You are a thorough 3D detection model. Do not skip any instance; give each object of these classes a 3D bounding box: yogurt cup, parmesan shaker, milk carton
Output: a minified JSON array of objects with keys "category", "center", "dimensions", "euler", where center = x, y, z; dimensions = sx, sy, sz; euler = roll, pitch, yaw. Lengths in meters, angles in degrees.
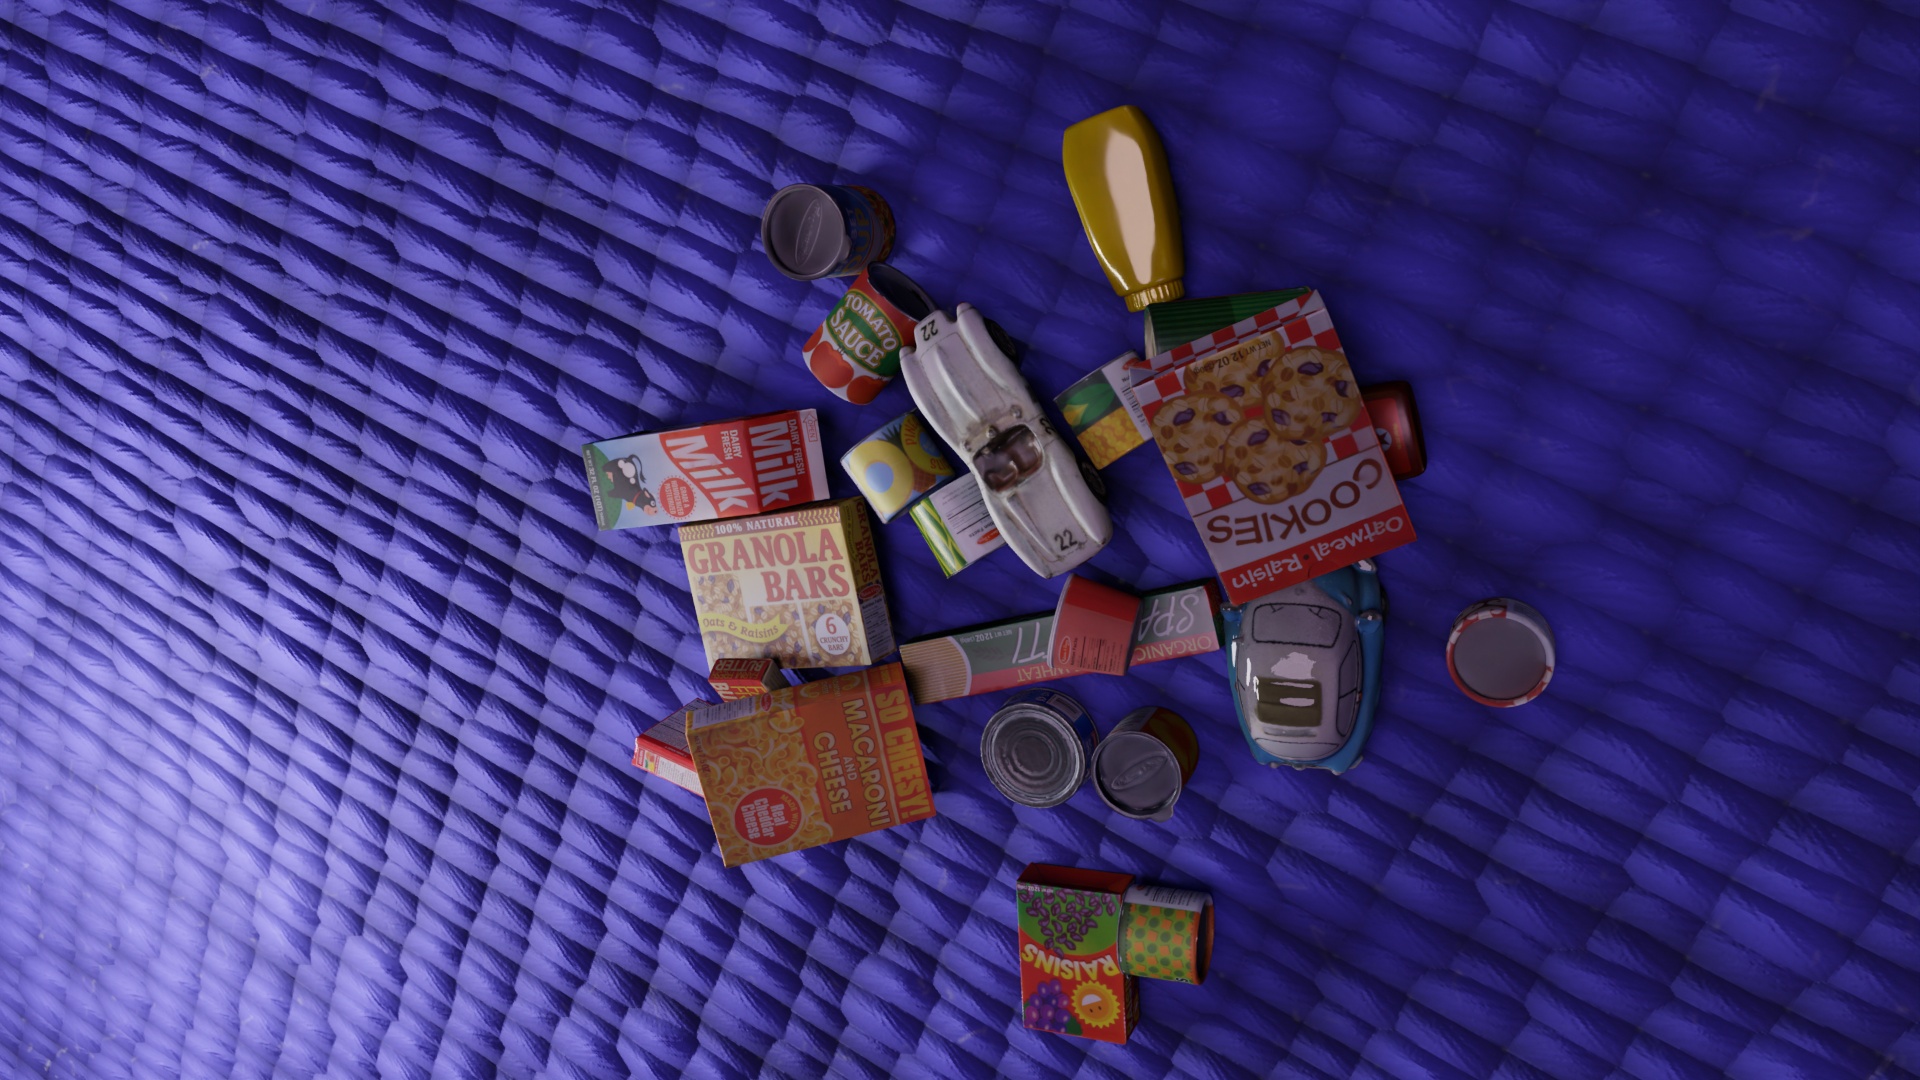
[{"category":"yogurt cup","center":[0.094,0.061,0.957],"dimensions":[0.054,0.072,0.072],"euler":[13,107,12]},{"category":"parmesan shaker","center":[0.173,-0.127,0.890],"dimensions":[0.103,0.071,0.071],"euler":[-6,101,1]},{"category":"milk carton","center":[-0.190,-0.057,1.077],"dimensions":[0.190,0.074,0.072],"euler":[-5,100,24]}]

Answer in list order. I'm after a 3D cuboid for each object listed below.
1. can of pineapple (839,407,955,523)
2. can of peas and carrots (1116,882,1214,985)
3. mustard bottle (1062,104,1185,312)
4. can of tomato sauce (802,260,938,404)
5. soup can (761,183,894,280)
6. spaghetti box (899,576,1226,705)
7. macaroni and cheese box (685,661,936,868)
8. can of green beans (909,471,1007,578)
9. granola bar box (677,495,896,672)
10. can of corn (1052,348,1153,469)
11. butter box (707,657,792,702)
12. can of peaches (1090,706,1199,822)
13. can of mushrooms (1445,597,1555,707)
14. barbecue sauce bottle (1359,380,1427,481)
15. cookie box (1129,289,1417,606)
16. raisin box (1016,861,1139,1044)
[{"category":"can of pineapple","center":[-0.044,-0.054,1.020],"dimensions":[0.071,0.071,0.058],"euler":[-37,87,26]},{"category":"can of peas and carrots","center":[0.151,0.290,1.016],"dimensions":[0.059,0.071,0.070],"euler":[1,103,22]},{"category":"mustard bottle","center":[0.117,-0.205,0.927],"dimensions":[0.065,0.049,0.160],"euler":[-13,98,28]},{"category":"can of tomato sauce","center":[-0.066,-0.149,1.005],"dimensions":[0.071,0.071,0.082],"euler":[47,115,7]},{"category":"soup can","center":[-0.091,-0.220,0.992],"dimensions":[0.071,0.084,0.071],"euler":[6,105,22]},{"category":"spaghetti box","center":[0.072,0.075,1.021],"dimensions":[0.250,0.029,0.050],"euler":[-13,96,25]},{"category":"macaroni and cheese box","center":[-0.113,0.171,1.063],"dimensions":[0.167,0.040,0.123],"euler":[-13,112,-5]},{"category":"can of green beans","center":[0.005,-0.013,1.009],"dimensions":[0.071,0.071,0.058],"euler":[-31,88,26]},{"category":"granola bar box","center":[-0.136,0.037,1.081],"dimensions":[0.165,0.039,0.124],"euler":[-6,99,33]},{"category":"can of corn","center":[0.105,-0.088,0.950],"dimensions":[0.071,0.071,0.058],"euler":[-32,89,26]},{"category":"butter box","center":[-0.152,0.132,1.101],"dimensions":[0.053,0.024,0.103],"euler":[-2,138,27]},{"category":"can of peaches","center":[0.135,0.161,0.998],"dimensions":[0.071,0.058,0.071],"euler":[5,104,21]},{"category":"can of mushrooms","center":[0.349,0.074,0.902],"dimensions":[0.071,0.033,0.071],"euler":[5,104,21]},{"category":"barbecue sauce bottle","center":[0.226,-0.061,0.917],"dimensions":[0.148,0.044,0.064],"euler":[-11,103,25]},{"category":"cookie box","center":[0.194,-0.053,0.861],"dimensions":[0.123,0.040,0.167],"euler":[-22,113,15]},{"category":"raisin box","center":[0.090,0.315,1.063],"dimensions":[0.086,0.040,0.123],"euler":[1,101,22]}]
